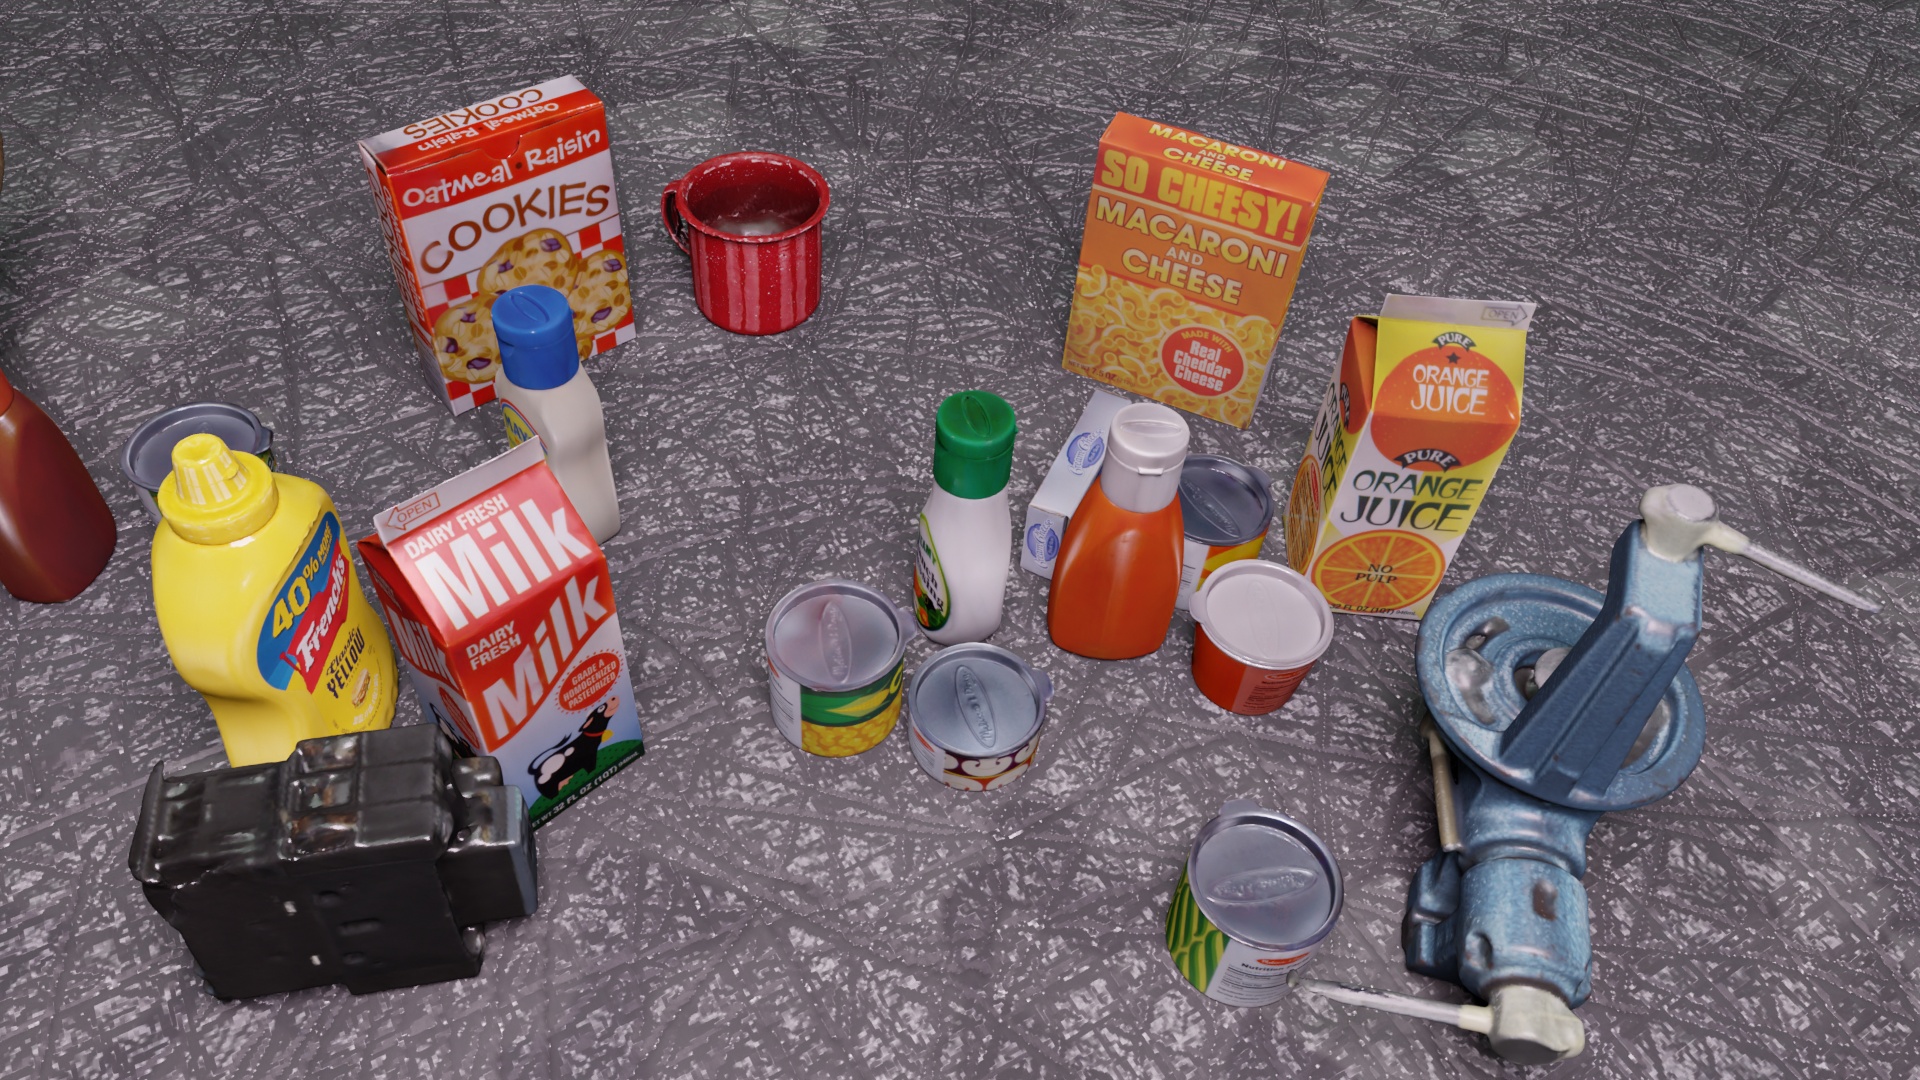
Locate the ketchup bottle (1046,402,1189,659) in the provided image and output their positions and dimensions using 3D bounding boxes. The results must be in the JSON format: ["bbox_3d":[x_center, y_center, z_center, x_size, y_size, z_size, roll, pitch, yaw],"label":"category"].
[{"bbox_3d":[0.081,-0.001,0.681,0.065,0.148,0.044,3,48,-3],"label":"ketchup bottle"}]

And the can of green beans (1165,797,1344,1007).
[{"bbox_3d":[0.126,0.159,0.602,0.071,0.057,0.071,3,48,-3],"label":"can of green beans"}]

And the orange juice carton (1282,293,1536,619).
[{"bbox_3d":[0.223,-0.048,0.707,0.072,0.191,0.073,5,48,-1],"label":"orange juice carton"}]

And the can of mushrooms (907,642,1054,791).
[{"bbox_3d":[0.010,0.085,0.674,0.071,0.033,0.071,3,48,-3],"label":"can of mushrooms"}]

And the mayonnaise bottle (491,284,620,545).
[{"bbox_3d":[-0.208,-0.061,0.708,0.065,0.147,0.041,38,56,26],"label":"mayonnaise bottle"}]

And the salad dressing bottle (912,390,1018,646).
[{"bbox_3d":[0.002,-0.009,0.681,0.044,0.146,0.064,-10,50,-14],"label":"salad dressing bottle"}]

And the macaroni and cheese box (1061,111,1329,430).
[{"bbox_3d":[0.131,-0.155,0.812,0.124,0.165,0.040,20,50,13],"label":"macaroni and cheese box"}]

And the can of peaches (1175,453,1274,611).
[{"bbox_3d":[0.132,-0.004,0.750,0.071,0.057,0.071,3,48,-3],"label":"can of peaches"}]

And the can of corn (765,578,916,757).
[{"bbox_3d":[-0.058,0.062,0.672,0.071,0.058,0.071,3,48,-3],"label":"can of corn"}]

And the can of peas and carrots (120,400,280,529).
[{"bbox_3d":[-0.387,-0.030,0.723,0.071,0.058,0.071,3,48,-3],"label":"can of peas and carrots"}]

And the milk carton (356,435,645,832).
[{"bbox_3d":[-0.194,0.038,0.592,0.072,0.189,0.073,-34,59,-30],"label":"milk carton"}]

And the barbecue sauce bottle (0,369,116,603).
[{"bbox_3d":[-0.456,-0.038,0.664,0.044,0.147,0.065,2,48,-3],"label":"barbecue sauce bottle"}]

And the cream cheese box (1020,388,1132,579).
[{"bbox_3d":[0.065,-0.032,0.771,0.024,0.053,0.104,21,50,13],"label":"cream cheese box"}]

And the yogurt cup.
[{"bbox_3d":[0.149,0.052,0.704,0.072,0.053,0.073,3,48,-3],"label":"yogurt cup"}]

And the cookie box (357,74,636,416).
[{"bbox_3d":[-0.253,-0.164,0.783,0.123,0.166,0.040,-30,57,-28],"label":"cookie box"}]
